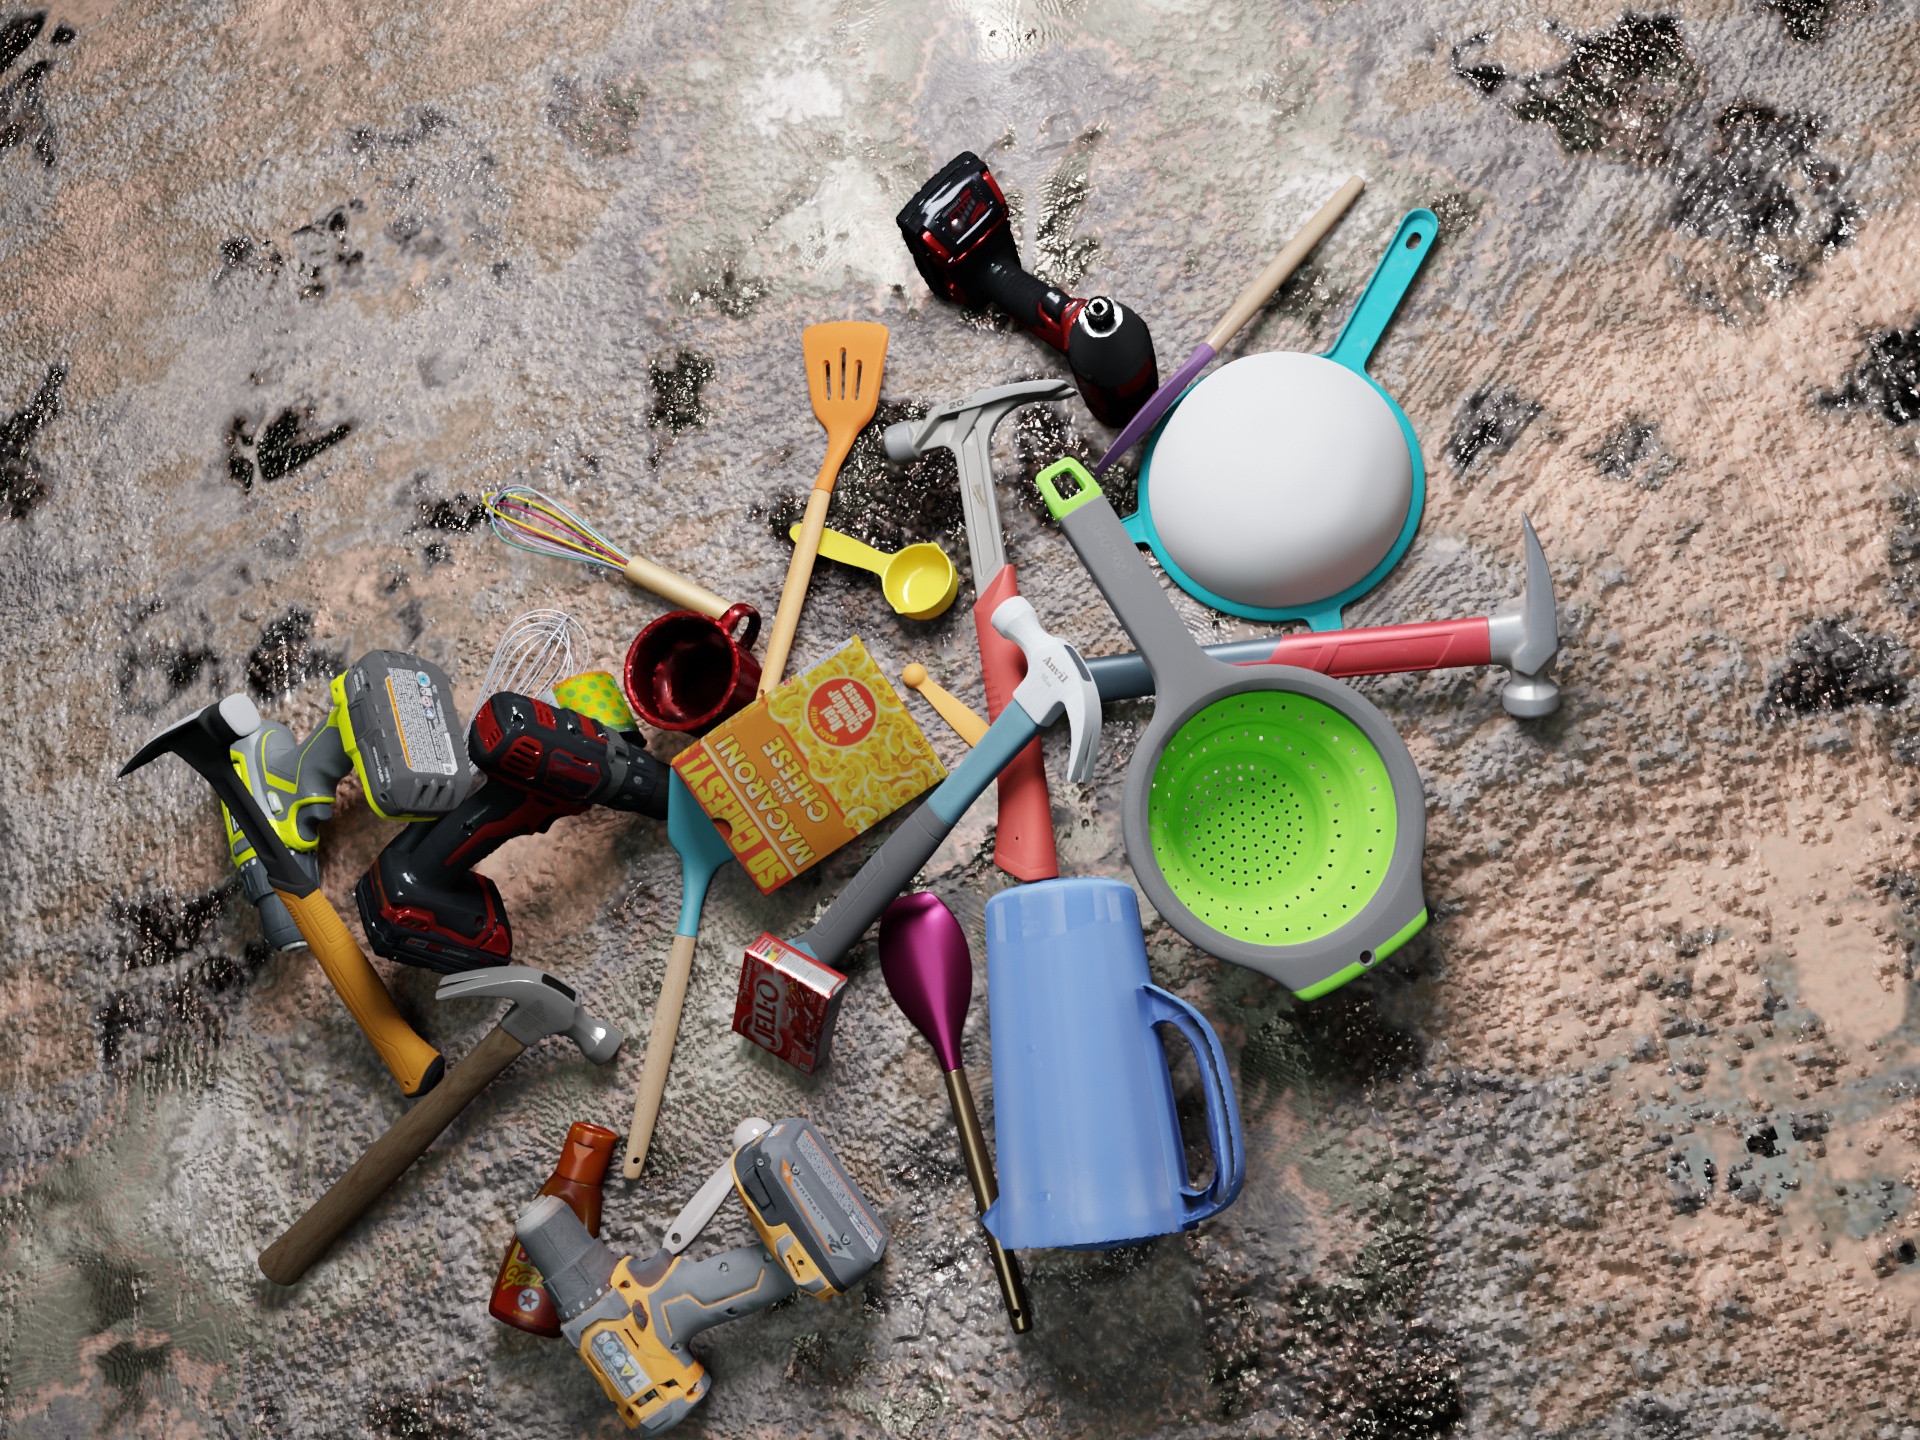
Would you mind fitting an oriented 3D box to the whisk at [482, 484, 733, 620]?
[{"bbox_3d":[-0.287,-0.131,1.290,0.245,0.047,0.051,27,84,13],"label":"whisk"}]

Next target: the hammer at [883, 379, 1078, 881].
[{"bbox_3d":[0.038,-0.063,1.154,0.149,0.036,0.359,-12,81,22],"label":"hammer"}]

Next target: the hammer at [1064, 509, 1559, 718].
[{"bbox_3d":[0.218,-0.056,1.131,0.386,0.038,0.143,-5,115,16],"label":"hammer"}]

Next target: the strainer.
[{"bbox_3d":[0.261,-0.239,1.157,0.211,0.095,0.340,29,87,17],"label":"strainer"}]

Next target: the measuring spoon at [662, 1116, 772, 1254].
[{"bbox_3d":[-0.183,0.347,1.178,0.034,0.018,0.124,38,90,17],"label":"measuring spoon"}]

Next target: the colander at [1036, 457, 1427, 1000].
[{"bbox_3d":[0.163,0.000,1.101,0.204,0.094,0.397,-31,86,-8],"label":"colander"}]

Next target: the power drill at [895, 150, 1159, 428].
[{"bbox_3d":[0.058,-0.321,1.198,0.078,0.143,0.220,-45,70,-1],"label":"power drill"}]

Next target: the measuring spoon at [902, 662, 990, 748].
[{"bbox_3d":[-0.002,-0.004,1.212,0.117,0.011,0.021,43,90,17],"label":"measuring spoon"}]

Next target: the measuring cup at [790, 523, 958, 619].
[{"bbox_3d":[-0.069,-0.123,1.251,0.157,0.029,0.062,24,82,28],"label":"measuring cup"}]

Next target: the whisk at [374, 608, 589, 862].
[{"bbox_3d":[-0.394,0.030,1.275,0.070,0.070,0.284,36,93,17],"label":"whisk"}]

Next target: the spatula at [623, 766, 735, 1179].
[{"bbox_3d":[-0.214,0.189,1.204,0.082,0.044,0.317,14,83,-18],"label":"spatula"}]

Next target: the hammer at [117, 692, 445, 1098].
[{"bbox_3d":[-0.501,0.146,1.209,0.127,0.034,0.336,-23,103,25],"label":"hammer"}]

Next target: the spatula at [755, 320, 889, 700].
[{"bbox_3d":[-0.120,-0.161,1.248,0.081,0.041,0.323,6,74,26],"label":"spatula"}]

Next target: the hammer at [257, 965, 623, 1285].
[{"bbox_3d":[-0.417,0.312,1.213,0.331,0.031,0.130,-44,109,7],"label":"hammer"}]

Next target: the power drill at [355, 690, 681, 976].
[{"bbox_3d":[-0.325,0.091,1.203,0.226,0.187,0.080,-49,46,14],"label":"power drill"}]

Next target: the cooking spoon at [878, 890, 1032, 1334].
[{"bbox_3d":[0.002,0.279,1.150,0.069,0.017,0.319,-19,75,9],"label":"cooking spoon"}]

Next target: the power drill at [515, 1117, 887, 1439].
[{"bbox_3d":[-0.190,0.374,1.128,0.226,0.084,0.185,-36,89,6],"label":"power drill"}]

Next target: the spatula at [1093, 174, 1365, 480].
[{"bbox_3d":[0.204,-0.299,1.201,0.018,0.059,0.316,41,81,6],"label":"spatula"}]

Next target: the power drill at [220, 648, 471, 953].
[{"bbox_3d":[-0.495,0.062,1.256,0.228,0.080,0.191,-28,72,27],"label":"power drill"}]

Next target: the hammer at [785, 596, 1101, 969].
[{"bbox_3d":[-0.023,0.074,1.139,0.331,0.033,0.128,-49,65,19],"label":"hammer"}]
